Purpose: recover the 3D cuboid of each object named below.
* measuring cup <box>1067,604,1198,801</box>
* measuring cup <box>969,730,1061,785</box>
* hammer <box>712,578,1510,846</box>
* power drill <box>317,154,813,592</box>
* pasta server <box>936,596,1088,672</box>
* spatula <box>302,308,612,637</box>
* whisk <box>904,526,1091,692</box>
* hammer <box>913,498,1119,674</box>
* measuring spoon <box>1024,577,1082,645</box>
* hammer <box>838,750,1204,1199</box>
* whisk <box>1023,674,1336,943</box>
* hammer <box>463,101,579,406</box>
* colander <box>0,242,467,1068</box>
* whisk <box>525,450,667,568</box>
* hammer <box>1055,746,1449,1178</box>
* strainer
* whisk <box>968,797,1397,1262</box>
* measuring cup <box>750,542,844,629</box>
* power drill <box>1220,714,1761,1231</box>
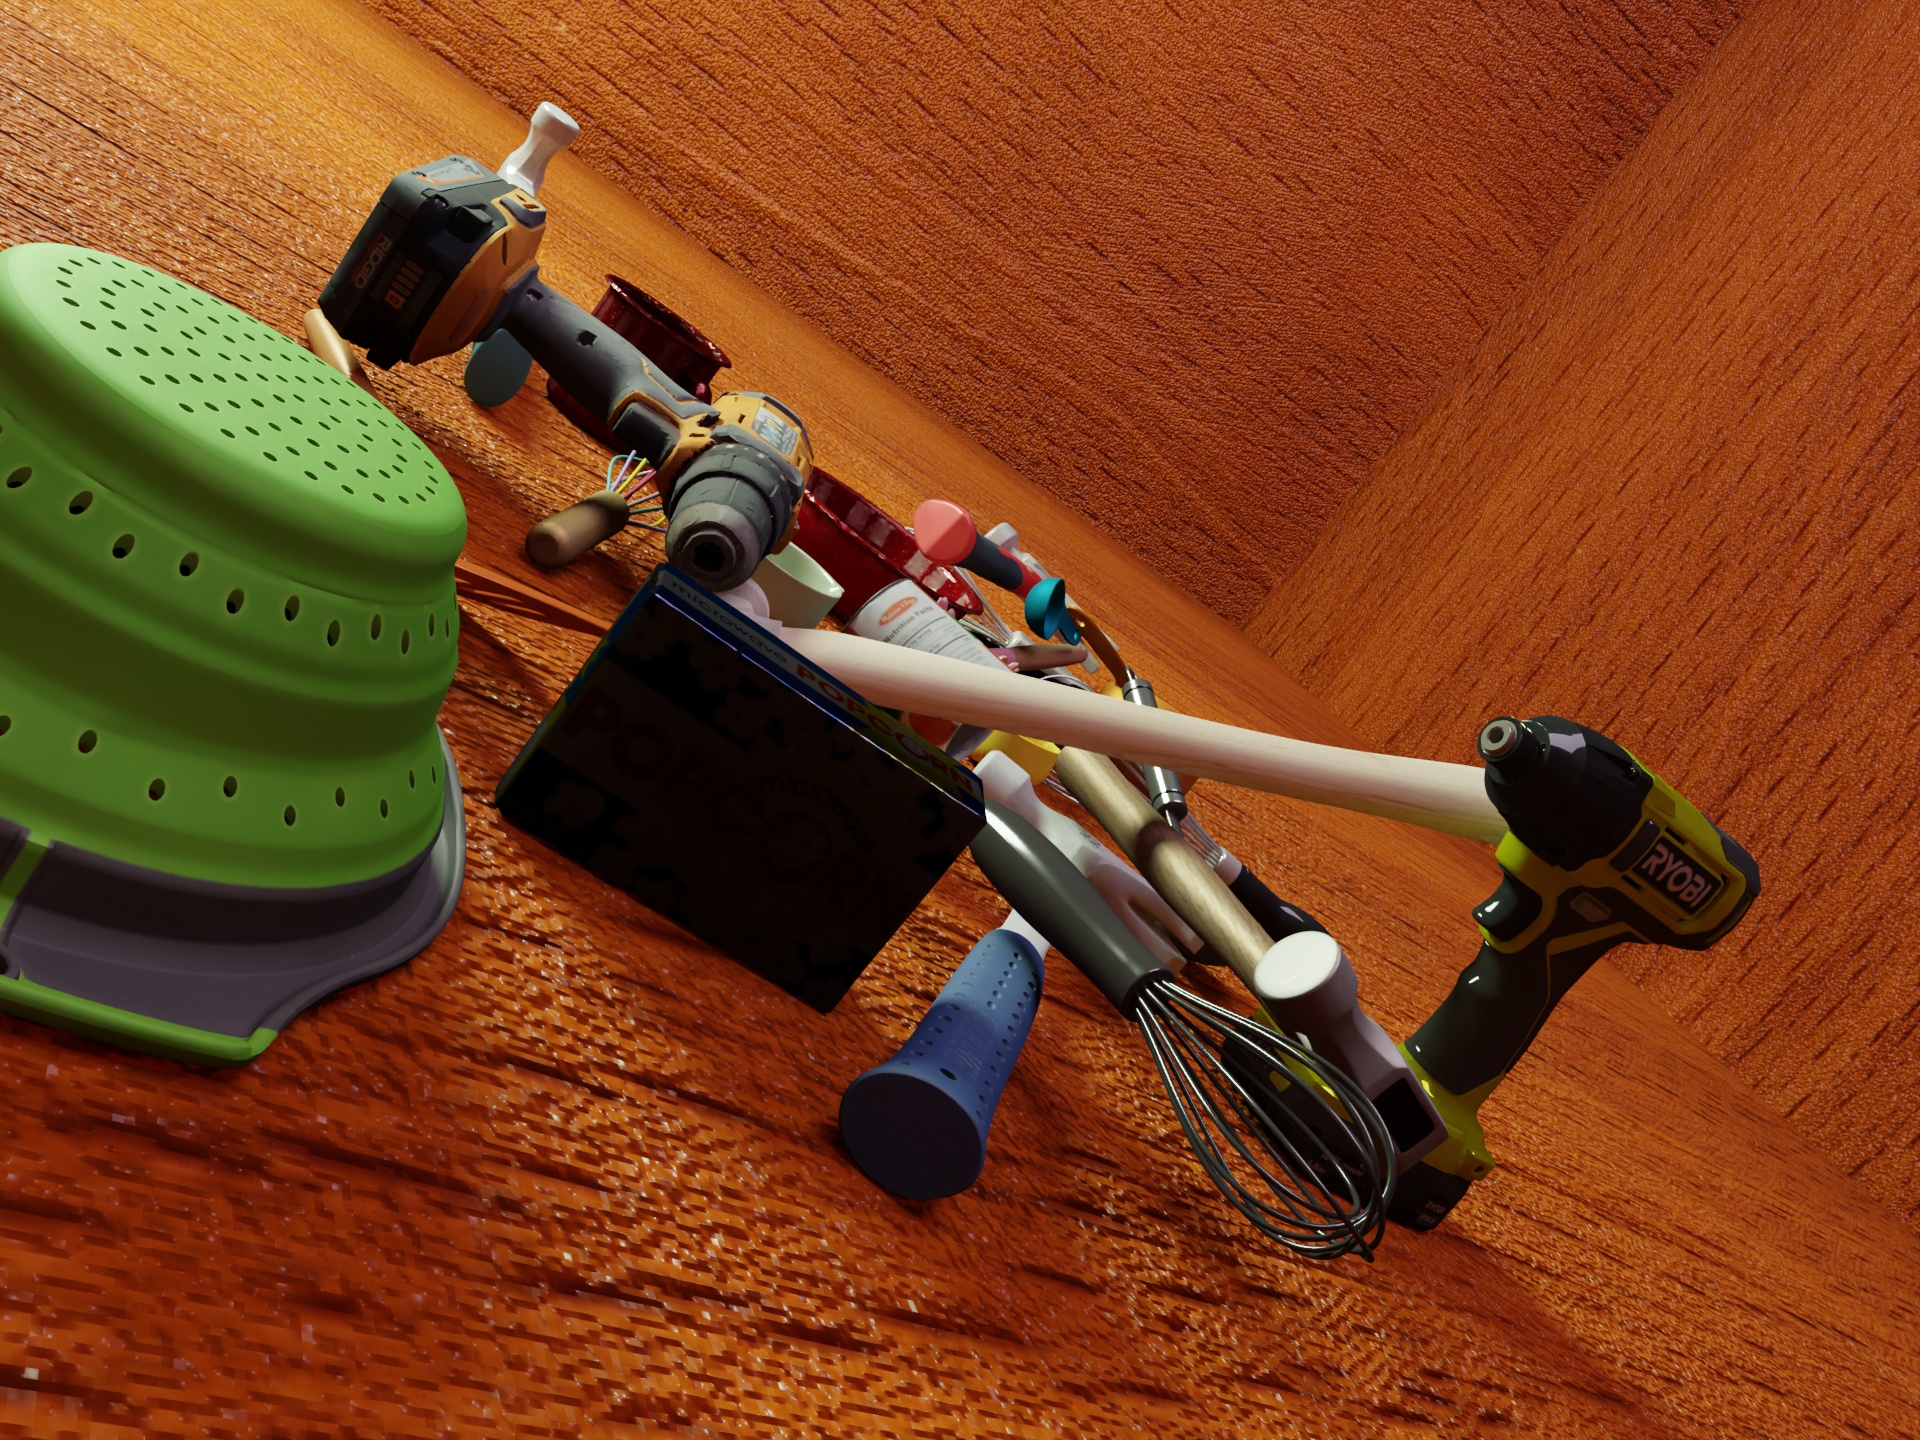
[{"bbox_3d":[0.096,-0.003,1.024,0.095,0.052,0.173,21,-22,44],"label":"measuring cup"},{"bbox_3d":[-0.002,-0.003,0.950,0.062,0.029,0.157,23,8,-44],"label":"measuring cup"},{"bbox_3d":[0.075,0.007,0.710,0.410,0.038,0.146,12,15,-7],"label":"hammer"},{"bbox_3d":[-0.168,-0.149,0.723,0.226,0.084,0.185,36,19,-16],"label":"power drill"},{"bbox_3d":[0.043,-0.046,1.052,0.060,0.040,0.316,43,16,12],"label":"pasta server"},{"bbox_3d":[-0.222,-0.109,0.637,0.081,0.041,0.323,25,16,-44],"label":"spatula"},{"bbox_3d":[0.032,-0.063,1.213,0.246,0.059,0.058,39,48,-13],"label":"whisk"},{"bbox_3d":[0.038,-0.098,1.128,0.143,0.038,0.386,48,8,7],"label":"hammer"},{"bbox_3d":[0.064,-0.070,1.093,0.021,0.042,0.128,16,-3,15],"label":"measuring spoon"},{"bbox_3d":[0.029,0.093,0.628,0.144,0.035,0.405,39,12,4],"label":"hammer"},{"bbox_3d":[0.140,0.073,0.993,0.284,0.070,0.070,40,11,-14],"label":"whisk"},{"bbox_3d":[-0.278,-0.278,0.973,0.033,0.128,0.331,30,23,-30],"label":"hammer"},{"bbox_3d":[-0.208,-0.078,0.428,0.204,0.094,0.398,31,14,-32],"label":"colander"},{"bbox_3d":[-0.171,-0.112,0.797,0.051,0.047,0.245,38,15,-7],"label":"whisk"},{"bbox_3d":[0.105,0.080,0.676,0.130,0.031,0.332,55,-1,-23],"label":"hammer"},{"bbox_3d":[0.118,0.057,0.892,0.086,0.050,0.259,40,27,-35],"label":"strainer"},{"bbox_3d":[0.061,0.092,0.540,0.055,0.055,0.239,27,11,-42],"label":"whisk"},{"bbox_3d":[-0.121,-0.097,0.900,0.083,0.038,0.168,30,12,-32],"label":"measuring cup"},{"bbox_3d":[0.227,0.107,0.702,0.171,0.223,0.080,31,14,-32],"label":"power drill"}]
